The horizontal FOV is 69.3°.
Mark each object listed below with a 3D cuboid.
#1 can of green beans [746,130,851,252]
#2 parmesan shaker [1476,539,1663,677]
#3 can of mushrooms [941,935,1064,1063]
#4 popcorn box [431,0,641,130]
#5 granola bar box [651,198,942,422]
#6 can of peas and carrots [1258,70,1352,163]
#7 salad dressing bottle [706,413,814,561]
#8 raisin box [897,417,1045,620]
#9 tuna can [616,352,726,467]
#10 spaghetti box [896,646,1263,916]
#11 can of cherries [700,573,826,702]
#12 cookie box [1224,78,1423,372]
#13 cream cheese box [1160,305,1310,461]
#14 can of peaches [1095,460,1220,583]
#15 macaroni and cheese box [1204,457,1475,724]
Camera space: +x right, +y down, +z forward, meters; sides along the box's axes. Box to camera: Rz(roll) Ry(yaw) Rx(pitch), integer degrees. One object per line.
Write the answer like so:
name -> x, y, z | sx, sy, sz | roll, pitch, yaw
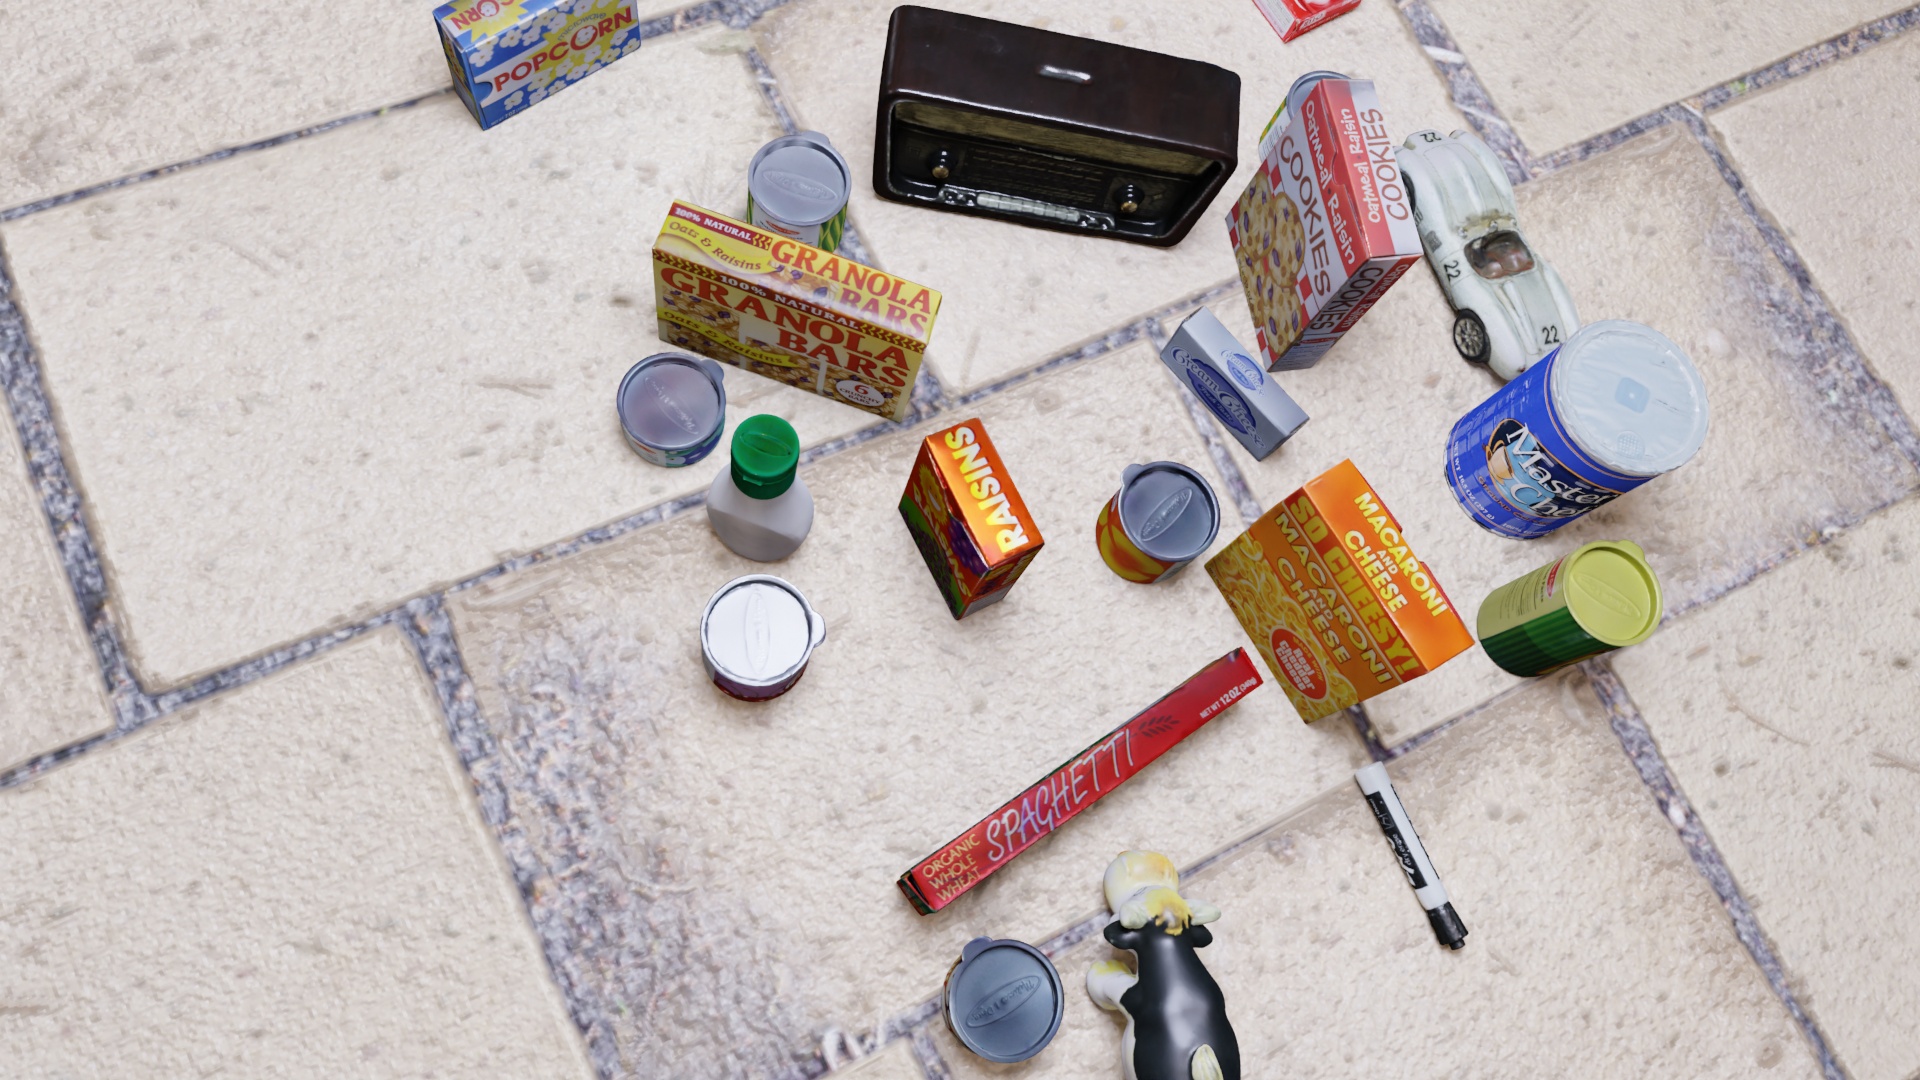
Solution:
can of green beans -> -0.107, -0.222, 0.911 | 0.071, 0.057, 0.071 | 3, 72, -9
parmesan shaker -> 0.389, 0.044, 0.890 | 0.071, 0.102, 0.071 | 3, 73, -9
can of mushrooms -> 0.022, 0.260, 0.793 | 0.071, 0.033, 0.071 | 3, 72, -9
popcorn box -> -0.271, -0.332, 0.902 | 0.127, 0.085, 0.038 | -36, 82, -18
granola bar box -> -0.101, -0.137, 0.849 | 0.165, 0.123, 0.039 | 19, 71, -4
can of peas and carrots -> 0.257, -0.294, 0.998 | 0.071, 0.058, 0.071 | 3, 72, -9
salad dressing bottle -> -0.114, -0.029, 0.800 | 0.064, 0.147, 0.044 | 21, 71, -3
raisin box -> 0.003, -0.010, 0.828 | 0.040, 0.123, 0.086 | -23, 78, -16
tuna can -> -0.178, -0.083, 0.867 | 0.071, 0.032, 0.071 | 3, 72, -9
spaghetti box -> 0.073, 0.143, 0.831 | 0.251, 0.050, 0.029 | -31, 81, -18
can of cherries -> -0.117, 0.059, 0.819 | 0.071, 0.058, 0.071 | 3, 72, -9
cookie box -> 0.231, -0.200, 0.906 | 0.040, 0.167, 0.123 | -7, 74, -12
cream cheese box -> 0.181, -0.103, 0.927 | 0.024, 0.053, 0.104 | -39, 83, -18
can of peaches -> 0.123, -0.012, 0.885 | 0.071, 0.058, 0.071 | 3, 72, -9
macaroni and cheese box -> 0.219, 0.035, 0.829 | 0.040, 0.166, 0.124 | -29, 80, -17
